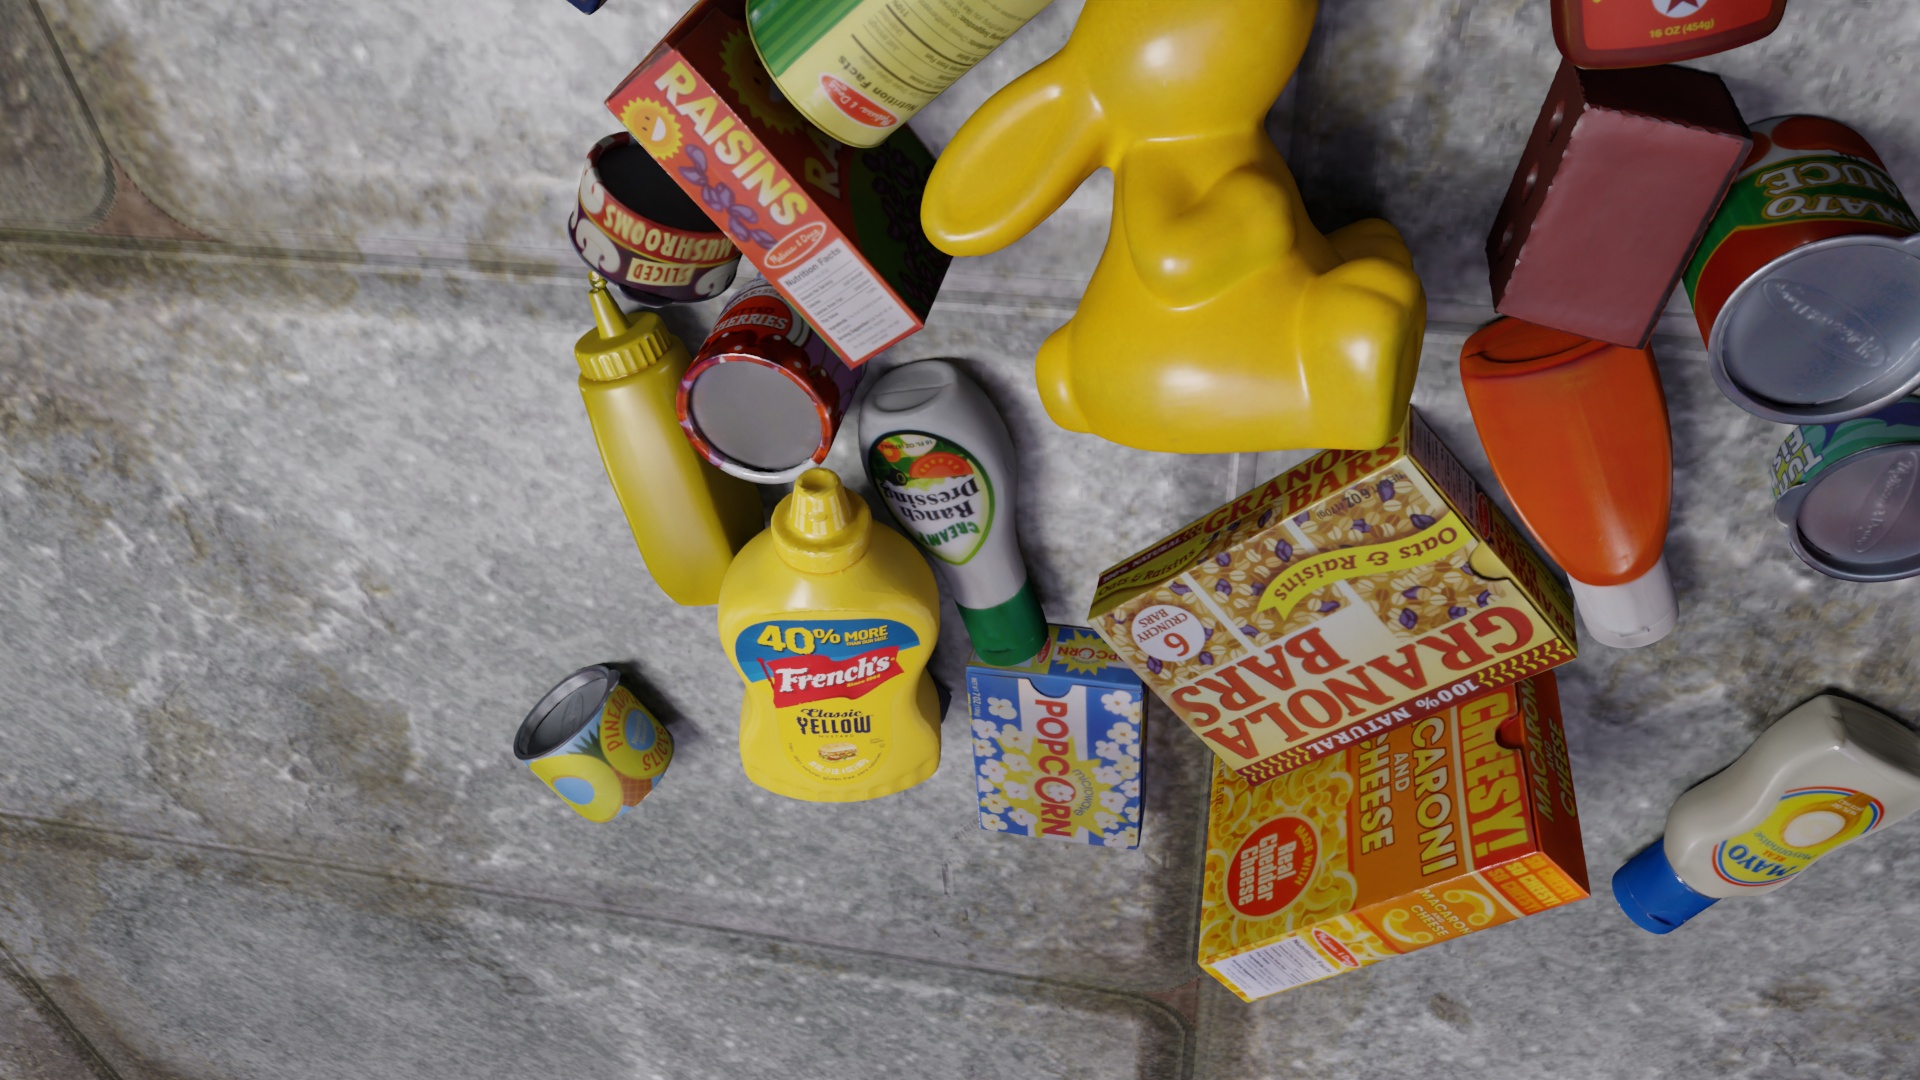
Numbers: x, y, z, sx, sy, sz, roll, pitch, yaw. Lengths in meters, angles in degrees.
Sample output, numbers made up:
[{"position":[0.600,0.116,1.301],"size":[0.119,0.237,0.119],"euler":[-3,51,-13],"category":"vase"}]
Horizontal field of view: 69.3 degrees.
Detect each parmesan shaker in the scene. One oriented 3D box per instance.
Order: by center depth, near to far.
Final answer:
[{"position":[-0.009,-0.183,0.449],"size":[0.102,0.072,0.071],"euler":[-30,117,33],"category":"parmesan shaker"}]

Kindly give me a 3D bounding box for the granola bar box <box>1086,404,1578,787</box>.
[{"position":[0.158,0.032,0.603],"size":[0.165,0.039,0.124],"euler":[-32,113,35],"category":"granola bar box"}]

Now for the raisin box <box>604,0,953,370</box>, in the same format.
[{"position":[-0.055,-0.134,0.490],"size":[0.040,0.086,0.123],"euler":[-26,119,35],"category":"raisin box"}]

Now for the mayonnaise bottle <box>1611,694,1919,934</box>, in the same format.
[{"position":[0.363,0.131,0.635],"size":[0.065,0.041,0.147],"euler":[23,132,-8],"category":"mayonnaise bottle"}]

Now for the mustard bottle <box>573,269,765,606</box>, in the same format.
[{"position":[-0.131,-0.048,0.605],"size":[0.049,0.066,0.159],"euler":[-10,122,13],"category":"mustard bottle"}]

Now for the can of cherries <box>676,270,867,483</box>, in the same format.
[{"position":[-0.078,-0.068,0.573],"size":[0.071,0.059,0.071],"euler":[8,132,9],"category":"can of cherries"}]

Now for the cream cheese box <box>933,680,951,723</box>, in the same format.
[{"position":[-0.060,0.091,0.731],"size":[0.103,0.024,0.053],"euler":[-32,115,35],"category":"cream cheese box"}]

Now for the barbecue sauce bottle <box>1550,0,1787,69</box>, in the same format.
[{"position":[0.196,-0.209,0.382],"size":[0.065,0.044,0.147],"euler":[-5,128,19],"category":"barbecue sauce bottle"}]

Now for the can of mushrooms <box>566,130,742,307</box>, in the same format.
[{"position":[-0.112,-0.122,0.527],"size":[0.071,0.071,0.033],"euler":[26,131,-7],"category":"can of mushrooms"}]

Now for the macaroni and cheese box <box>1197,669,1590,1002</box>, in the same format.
[{"position":[0.186,0.124,0.622],"size":[0.040,0.124,0.166],"euler":[41,128,-22],"category":"macaroni and cheese box"}]

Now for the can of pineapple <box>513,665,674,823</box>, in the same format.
[{"position":[-0.198,0.111,0.759],"size":[0.071,0.071,0.057],"euler":[-19,123,29],"category":"can of pineapple"}]

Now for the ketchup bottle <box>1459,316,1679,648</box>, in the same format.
[{"position":[0.243,-0.021,0.534],"size":[0.064,0.044,0.148],"euler":[-15,125,27],"category":"ketchup bottle"}]

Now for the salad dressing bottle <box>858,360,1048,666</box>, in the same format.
[{"position":[0.002,-0.008,0.613],"size":[0.064,0.044,0.147],"euler":[-6,129,23],"category":"salad dressing bottle"}]

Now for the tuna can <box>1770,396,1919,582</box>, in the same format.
[{"position":[0.338,-0.019,0.516],"size":[0.071,0.033,0.070],"euler":[8,132,9],"category":"tuna can"}]

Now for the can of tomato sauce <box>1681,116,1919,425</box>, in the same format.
[{"position":[0.267,-0.089,0.440],"size":[0.071,0.083,0.070],"euler":[8,132,9],"category":"can of tomato sauce"}]

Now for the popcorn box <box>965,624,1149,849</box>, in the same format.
[{"position":[0.051,0.099,0.698],"size":[0.085,0.038,0.126],"euler":[6,132,12],"category":"popcorn box"}]
